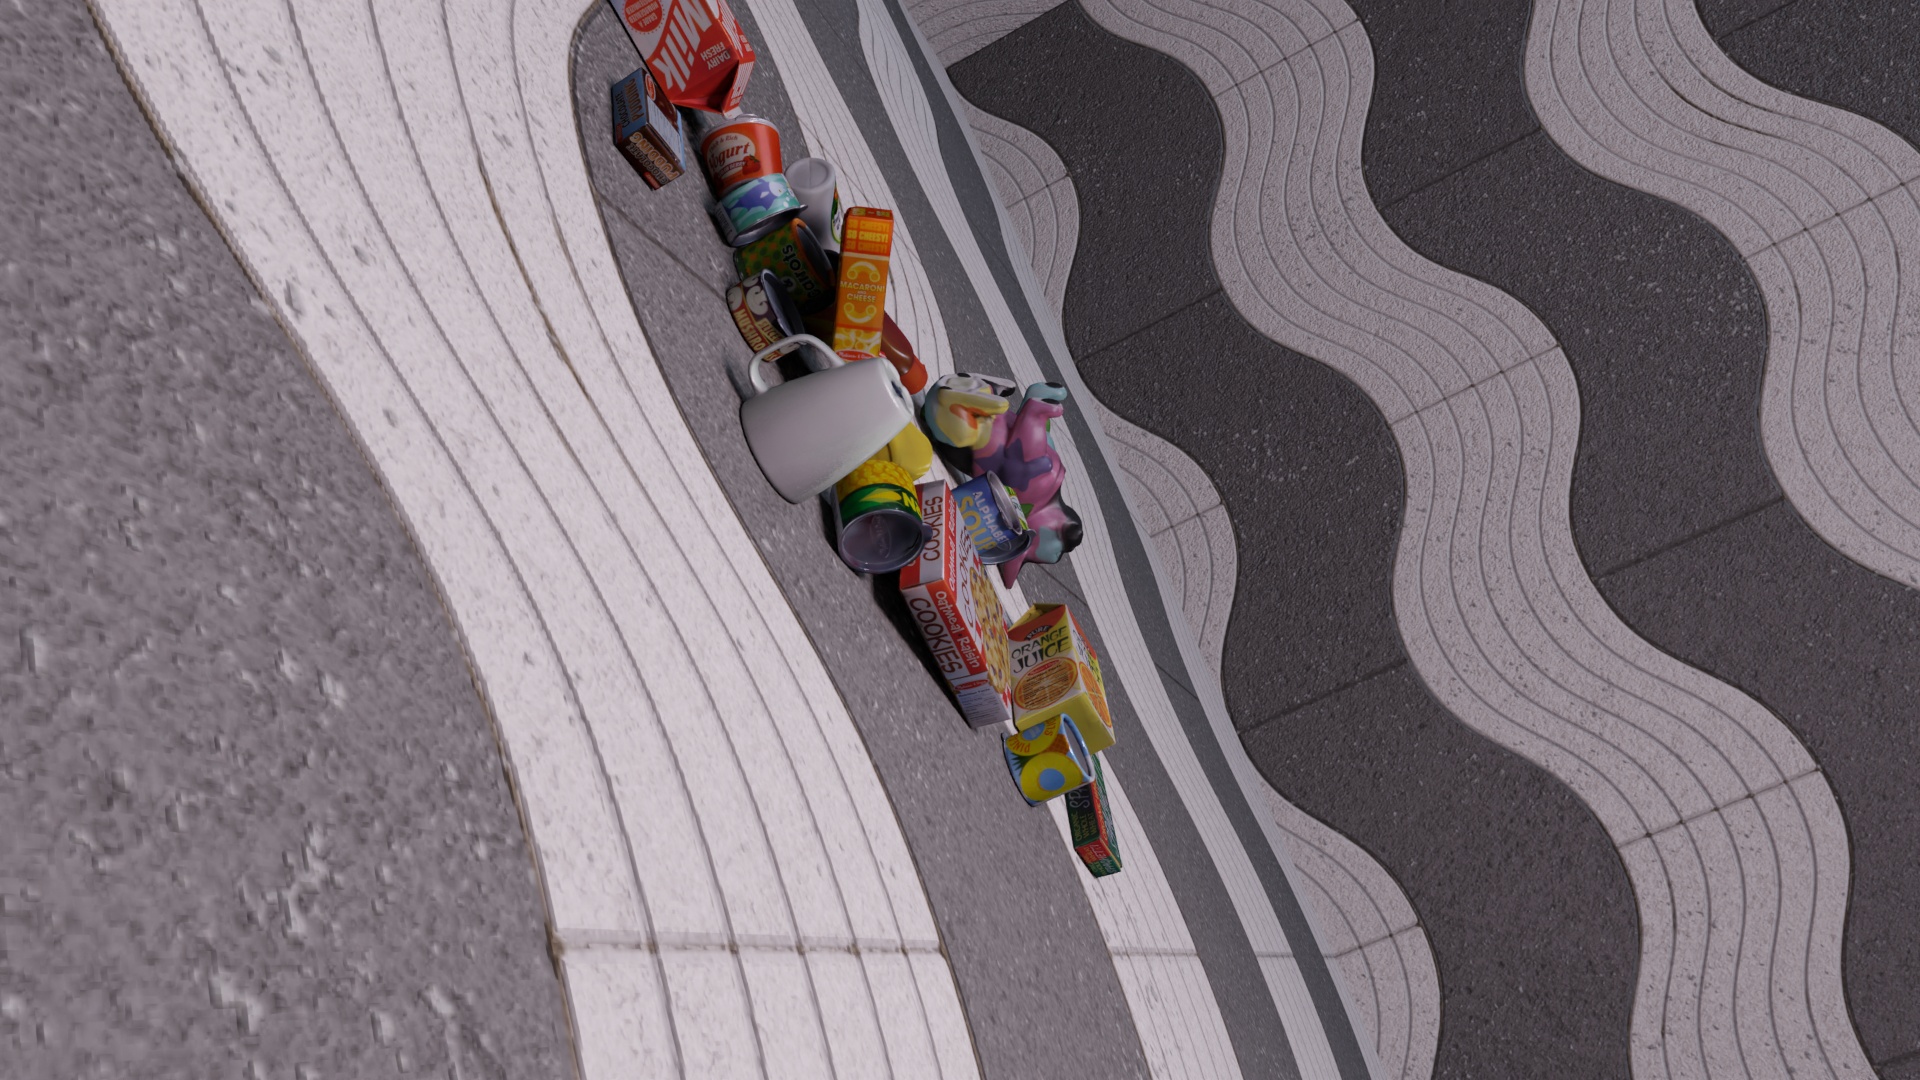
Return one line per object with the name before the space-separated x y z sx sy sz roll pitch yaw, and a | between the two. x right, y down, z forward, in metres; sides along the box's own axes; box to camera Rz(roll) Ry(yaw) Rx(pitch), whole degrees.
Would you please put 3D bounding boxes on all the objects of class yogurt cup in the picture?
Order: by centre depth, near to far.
yogurt cup | -0.180 -0.313 1.162 0.072 0.072 0.054 27 47 -70

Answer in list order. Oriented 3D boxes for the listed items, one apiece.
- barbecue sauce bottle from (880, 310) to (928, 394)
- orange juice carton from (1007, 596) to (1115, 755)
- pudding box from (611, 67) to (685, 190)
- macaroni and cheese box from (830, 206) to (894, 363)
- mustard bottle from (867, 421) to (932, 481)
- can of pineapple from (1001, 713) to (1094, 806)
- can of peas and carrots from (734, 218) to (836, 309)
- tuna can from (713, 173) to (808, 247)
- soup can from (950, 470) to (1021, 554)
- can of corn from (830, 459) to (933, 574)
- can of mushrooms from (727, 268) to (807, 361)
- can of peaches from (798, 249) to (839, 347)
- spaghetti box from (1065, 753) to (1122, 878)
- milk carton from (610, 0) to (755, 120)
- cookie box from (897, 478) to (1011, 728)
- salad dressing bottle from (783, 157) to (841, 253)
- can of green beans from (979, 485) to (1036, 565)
barbecue sauce bottle | -0.078 -0.198 1.391 0.148 0.043 0.065 47 21 -55
orange juice carton | 0.093 0.131 1.364 0.071 0.073 0.193 58 13 -27
pudding box | -0.228 -0.301 1.016 0.049 0.030 0.084 50 19 -45
macaroni and cheese box | -0.082 -0.179 1.114 0.124 0.040 0.166 -102 -162 -73
mustard bottle | -0.055 -0.077 1.229 0.160 0.049 0.065 0 68 -77
can of pineapple | 0.077 0.190 1.215 0.071 0.058 0.071 59 14 -23
can of peas and carrots | -0.143 -0.220 1.135 0.070 0.058 0.071 58 13 -23
tuna can | -0.162 -0.268 1.124 0.033 0.071 0.071 62 12 -4
soup can | 0.005 -0.016 1.270 0.071 0.083 0.071 59 13 -23
can of corn | -0.060 -0.019 1.043 0.071 0.071 0.058 52 16 -43
can of mushrooms | -0.149 -0.172 1.073 0.071 0.033 0.071 60 13 -22
can of peaches | -0.113 -0.210 1.212 0.058 0.071 0.071 46 21 -57
spaghetti box | 0.121 0.229 1.385 0.050 0.028 0.251 57 14 -29
milk carton | -0.234 -0.433 1.155 0.190 0.073 0.072 60 13 -18
cookie box | -0.004 0.052 1.133 0.123 0.040 0.166 -91 161 -50
salad dressing bottle | -0.126 -0.270 1.234 0.147 0.044 0.064 87 -2 -58
can of green beans | 0.035 -0.016 1.434 0.071 0.071 0.058 44 23 -57
